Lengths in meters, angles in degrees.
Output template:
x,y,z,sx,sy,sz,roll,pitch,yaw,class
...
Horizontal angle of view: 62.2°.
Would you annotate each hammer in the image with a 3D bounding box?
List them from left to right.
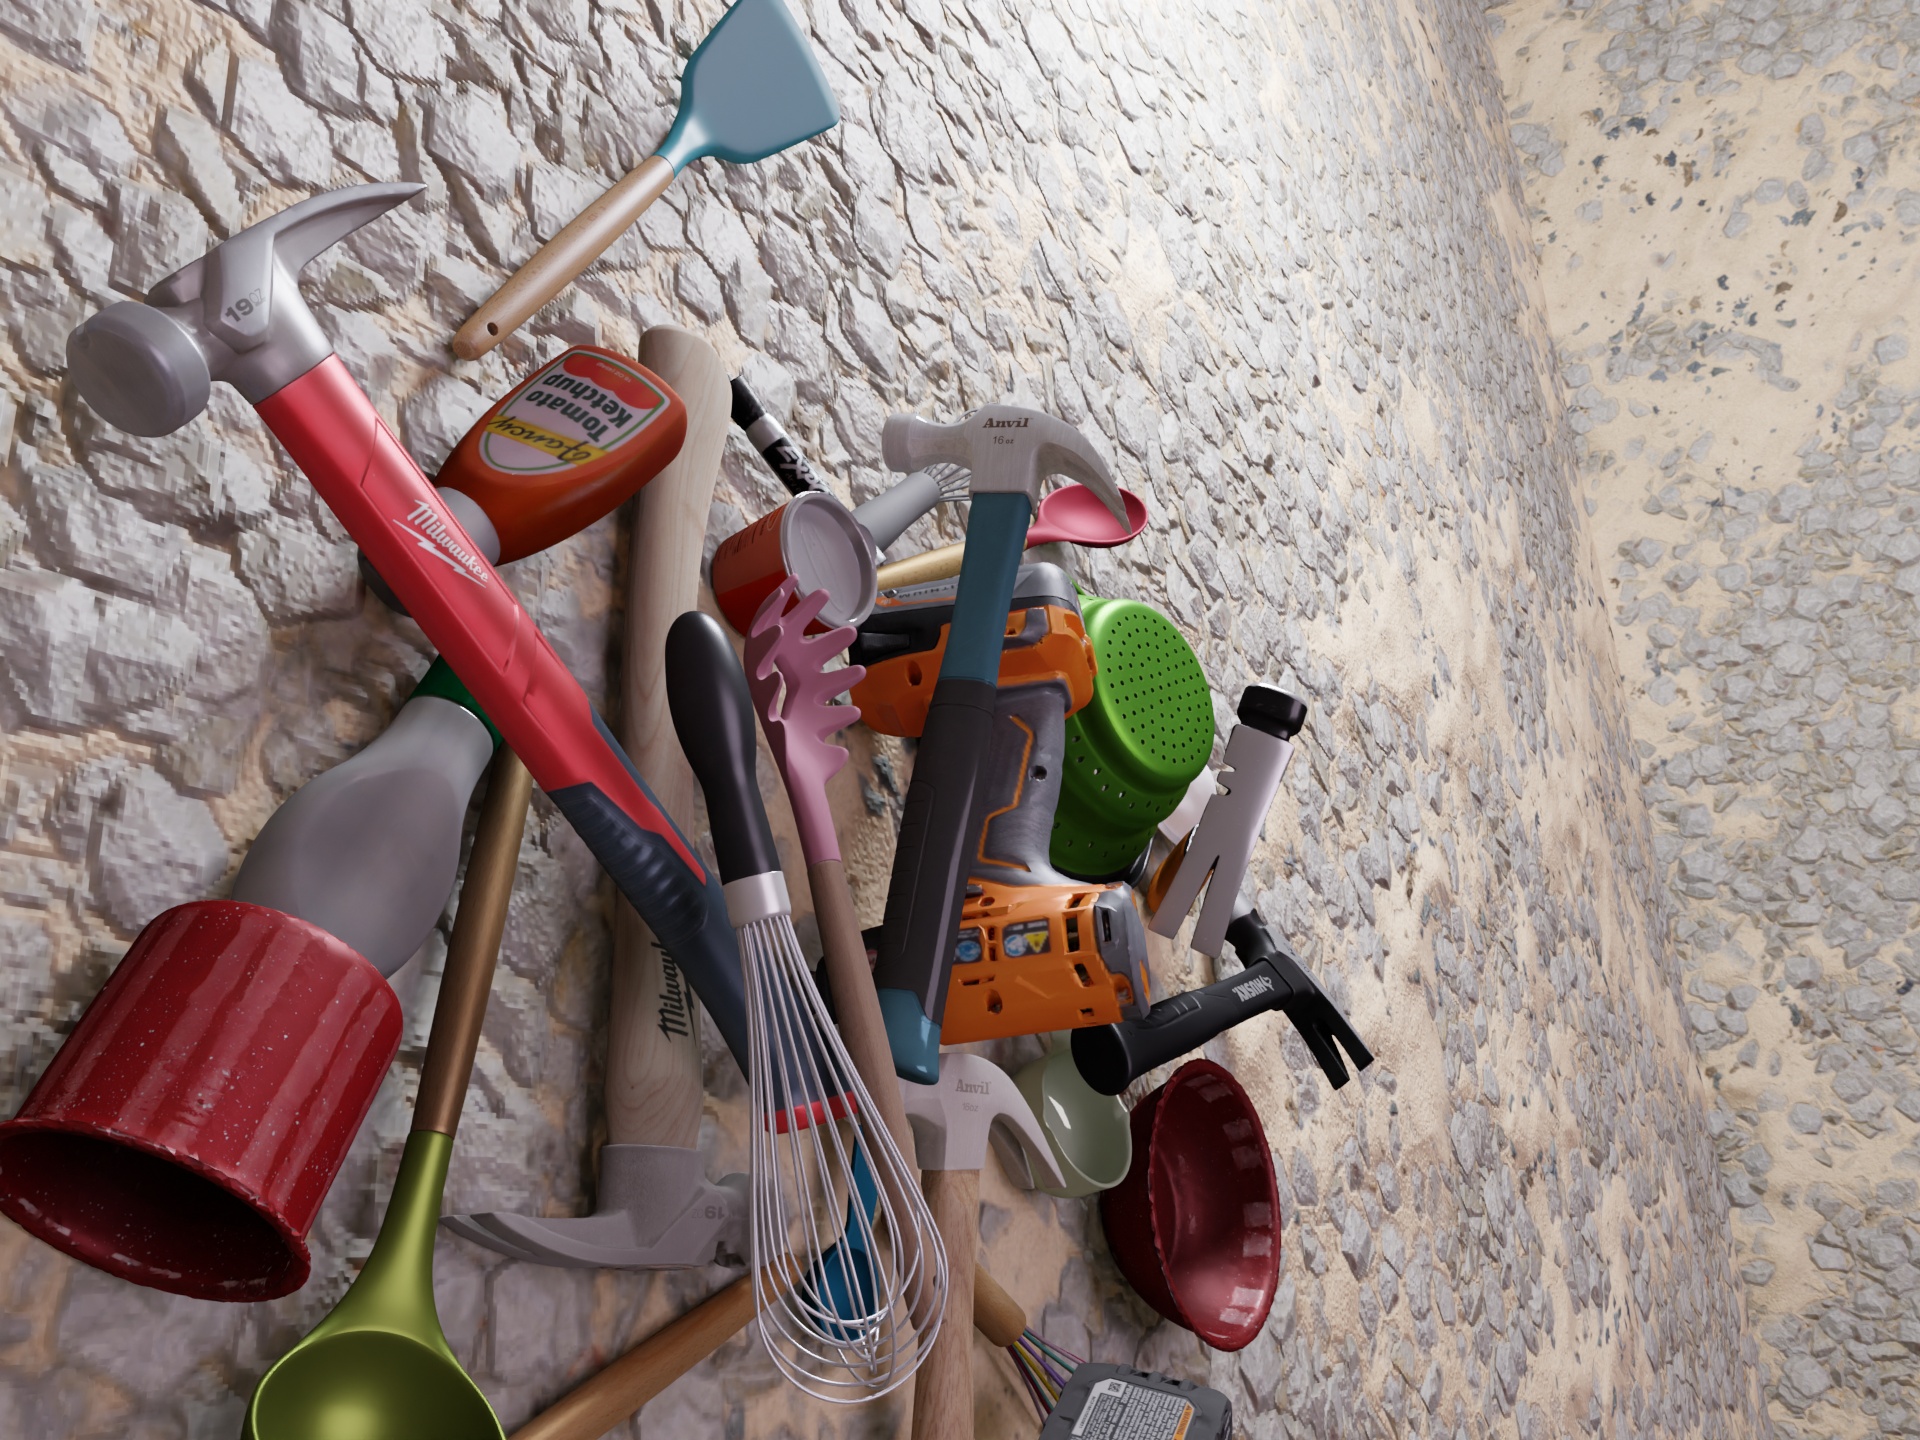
x,y,z,sx,sy,sz,roll,pitch,yaw,class
-0.137,-0.002,0.579,0.386,0.038,0.143,59,35,-25,hammer
-0.133,0.012,0.663,0.146,0.038,0.411,24,57,-49,hammer
-0.007,0.314,0.694,0.130,0.031,0.331,16,70,-47,hammer
-0.001,-0.002,0.716,0.033,0.128,0.331,60,37,-59,hammer
0.129,0.081,0.877,0.336,0.034,0.127,82,31,-76,hammer
0.151,0.176,0.940,0.146,0.035,0.334,51,21,19,hammer

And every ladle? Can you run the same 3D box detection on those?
x,y,z,sx,sy,sz,roll,pitch,yaw,class
-0.168,0.111,0.536,0.078,0.062,0.320,24,49,-28,ladle
0.022,-0.103,0.947,0.315,0.069,0.031,-24,136,-53,ladle

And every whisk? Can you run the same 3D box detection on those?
x,y,z,sx,sy,sz,roll,pitch,yaw,class
-0.066,0.095,0.565,0.070,0.070,0.285,0,72,-57,whisk
-0.020,-0.125,0.887,0.239,0.055,0.055,-44,114,-50,whisk
0.037,0.315,0.786,0.244,0.051,0.047,53,43,-25,whisk

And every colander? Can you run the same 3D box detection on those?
x,y,z,sx,sy,sz,roll,pitch,yaw,class
0.048,0.048,0.846,0.204,0.094,0.397,49,43,-19,colander

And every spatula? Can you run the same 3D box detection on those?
x,y,z,sx,sy,sz,roll,pitch,yaw,class
-0.146,-0.255,0.751,0.082,0.044,0.318,58,36,-29,spatula

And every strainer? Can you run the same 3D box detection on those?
x,y,z,sx,sy,sz,roll,pitch,yaw,class
0.107,0.053,1.010,0.258,0.050,0.087,-11,70,-54,strainer

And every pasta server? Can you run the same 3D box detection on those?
x,y,z,sx,sy,sz,roll,pitch,yaw,class
-0.044,0.081,0.644,0.060,0.040,0.316,27,41,-52,pasta server

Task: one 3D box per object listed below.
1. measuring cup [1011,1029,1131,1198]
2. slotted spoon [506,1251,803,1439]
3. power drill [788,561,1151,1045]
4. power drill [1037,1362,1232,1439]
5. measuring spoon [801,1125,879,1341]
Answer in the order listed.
x,y,z,sx,sy,sz,roll,pitch,yaw,class
0.040,0.177,0.865,0.083,0.038,0.168,13,50,-52,measuring cup
-0.149,0.250,0.545,0.313,0.031,0.070,-14,83,-59,slotted spoon
-0.004,0.044,0.755,0.084,0.164,0.227,68,15,-56,power drill
0.082,0.421,0.739,0.171,0.080,0.223,-43,132,-56,power drill
-0.050,0.210,0.709,0.042,0.021,0.129,36,52,-45,measuring spoon
